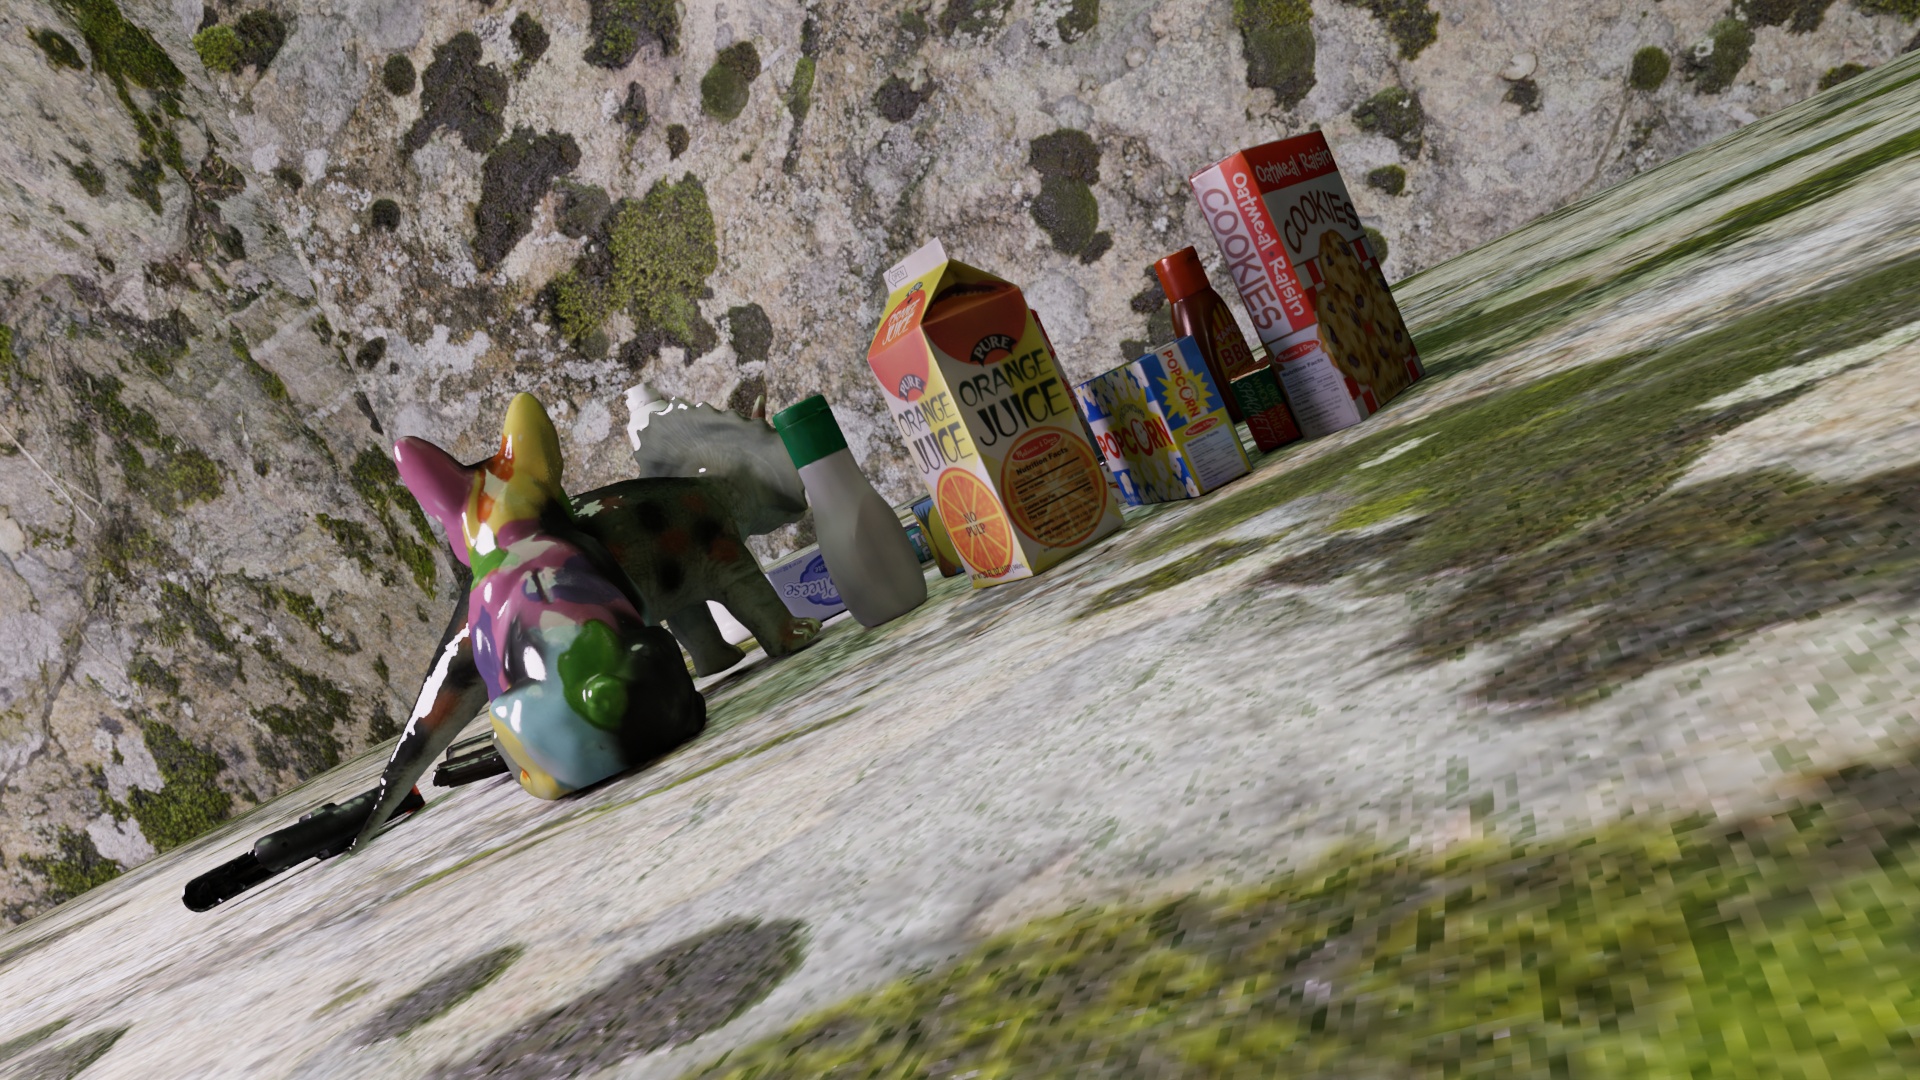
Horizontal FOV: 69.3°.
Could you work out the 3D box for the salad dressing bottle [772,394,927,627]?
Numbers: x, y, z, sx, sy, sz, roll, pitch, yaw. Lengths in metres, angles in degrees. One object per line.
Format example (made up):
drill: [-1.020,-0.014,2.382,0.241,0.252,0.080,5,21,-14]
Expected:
salad dressing bottle: [-0.072,-0.019,0.883,0.044,0.147,0.064,-22,4,36]

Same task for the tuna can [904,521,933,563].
tuna can: [-0.038,0.002,1.219,0.071,0.033,0.071,-25,4,2]

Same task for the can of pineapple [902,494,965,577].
can of pineapple: [0.003,-0.012,0.979,0.071,0.058,0.071,-25,4,2]

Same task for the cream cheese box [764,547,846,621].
cream cheese box: [-0.094,0.027,1.082,0.104,0.053,0.024,-26,4,-12]

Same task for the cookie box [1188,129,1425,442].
cookie box: [0.208,-0.155,0.826,0.040,0.167,0.123,-22,5,39]

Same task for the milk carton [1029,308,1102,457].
milk carton: [0.038,-0.107,1.048,0.073,0.190,0.072,-23,4,28]

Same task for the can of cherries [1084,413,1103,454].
can of cherries: [0.107,-0.076,1.181,0.071,0.058,0.071,-25,4,2]

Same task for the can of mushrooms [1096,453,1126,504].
can of mushrooms: [0.118,-0.050,0.948,0.071,0.033,0.071,-25,4,2]

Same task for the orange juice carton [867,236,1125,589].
orange juice carton: [0.011,-0.076,0.796,0.073,0.192,0.071,-27,4,-29]

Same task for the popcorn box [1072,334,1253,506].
popcorn box: [0.117,-0.068,0.828,0.038,0.085,0.126,-26,4,-12]

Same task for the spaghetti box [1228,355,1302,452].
spaghetti box: [0.229,-0.109,0.935,0.028,0.050,0.251,-23,4,27]

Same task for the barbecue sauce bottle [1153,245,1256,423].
barbecue sauce bottle: [0.206,-0.170,1.154,0.043,0.148,0.065,-21,5,46]
